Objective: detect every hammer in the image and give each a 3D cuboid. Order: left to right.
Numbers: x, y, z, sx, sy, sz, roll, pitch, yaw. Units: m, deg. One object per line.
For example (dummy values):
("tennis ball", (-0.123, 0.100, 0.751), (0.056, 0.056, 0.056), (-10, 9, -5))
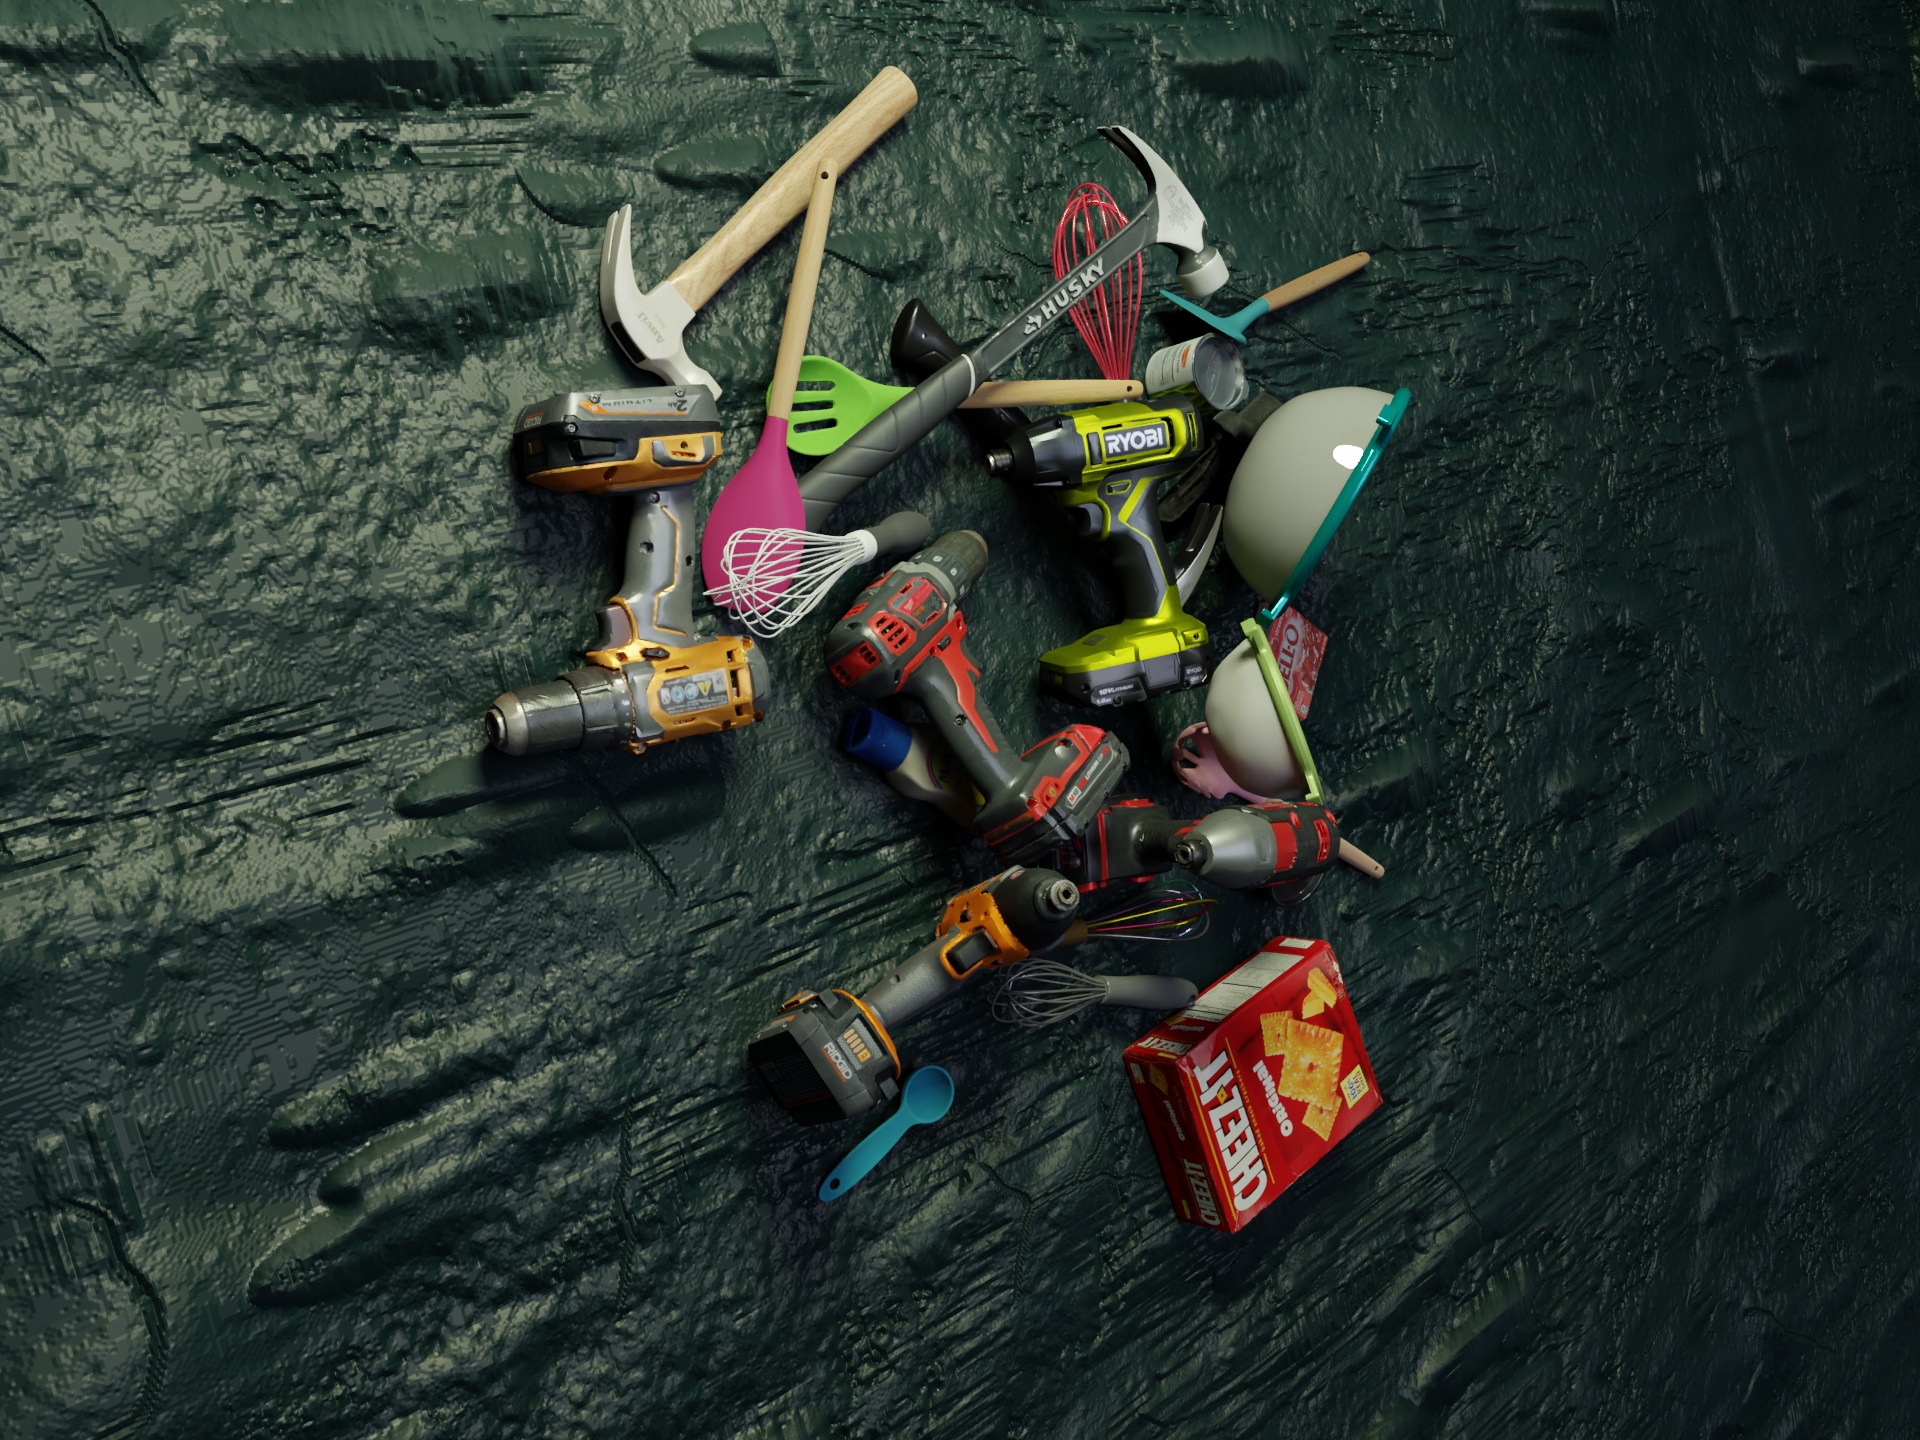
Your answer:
("hammer", (-0.133, -0.365, 1.122), (0.130, 0.031, 0.331), (51, 59, -25))
("hammer", (0.016, -0.264, 1.145), (0.409, 0.036, 0.149), (-41, 120, -11))
("hammer", (0.072, -0.204, 1.252), (0.334, 0.035, 0.146), (42, 83, -24))

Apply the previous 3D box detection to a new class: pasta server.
("pasta server", (0.290, 0.081, 1.421), (0.316, 0.040, 0.060), (30, 81, -34))

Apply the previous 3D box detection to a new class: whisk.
("whisk", (-0.084, -0.112, 1.073), (0.284, 0.070, 0.070), (-33, 109, -63))
("whisk", (0.110, 0.217, 1.264), (0.238, 0.055, 0.055), (10, 81, -42))
("whisk", (0.113, 0.162, 1.272), (0.245, 0.047, 0.051), (-3, 90, -35))
("whisk", (0.127, -0.289, 1.306), (0.073, 0.073, 0.295), (-21, 105, -38))

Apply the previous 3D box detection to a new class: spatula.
("spatula", (0.295, -0.394, 1.453), (0.317, 0.082, 0.044), (-33, 151, -39))

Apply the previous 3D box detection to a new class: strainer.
("strainer", (0.239, 0.006, 1.307), (0.256, 0.069, 0.151), (12, 58, -81))
("strainer", (0.291, -0.215, 1.363), (0.095, 0.211, 0.340), (29, 23, 5))

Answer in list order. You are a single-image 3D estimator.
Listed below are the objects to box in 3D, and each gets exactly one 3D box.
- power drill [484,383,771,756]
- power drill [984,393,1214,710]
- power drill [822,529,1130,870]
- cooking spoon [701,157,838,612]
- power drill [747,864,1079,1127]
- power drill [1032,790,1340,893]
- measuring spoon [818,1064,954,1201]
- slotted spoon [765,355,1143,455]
("power drill", (-0.222, -0.090, 1.003), (0.185, 0.084, 0.226), (-14, 100, -37))
("power drill", (0.111, -0.128, 1.227), (0.171, 0.080, 0.223), (-13, 102, -19))
("power drill", (0.019, -0.025, 1.159), (0.226, 0.080, 0.188), (49, 42, -8))
("cooking spoon", (-0.121, -0.231, 1.090), (0.069, 0.017, 0.319), (11, 86, 0))
("power drill", (-0.020, 0.176, 1.080), (0.226, 0.164, 0.084), (-34, 89, -29))
("power drill", (0.158, 0.094, 1.197), (0.143, 0.220, 0.078), (-4, 89, -39))
("measuring spoon", (-0.058, 0.297, 1.146), (0.128, 0.021, 0.042), (-40, 110, -24))
("slotted spoon", (0.000, -0.238, 1.180), (0.313, 0.031, 0.070), (-8, 101, -25))
